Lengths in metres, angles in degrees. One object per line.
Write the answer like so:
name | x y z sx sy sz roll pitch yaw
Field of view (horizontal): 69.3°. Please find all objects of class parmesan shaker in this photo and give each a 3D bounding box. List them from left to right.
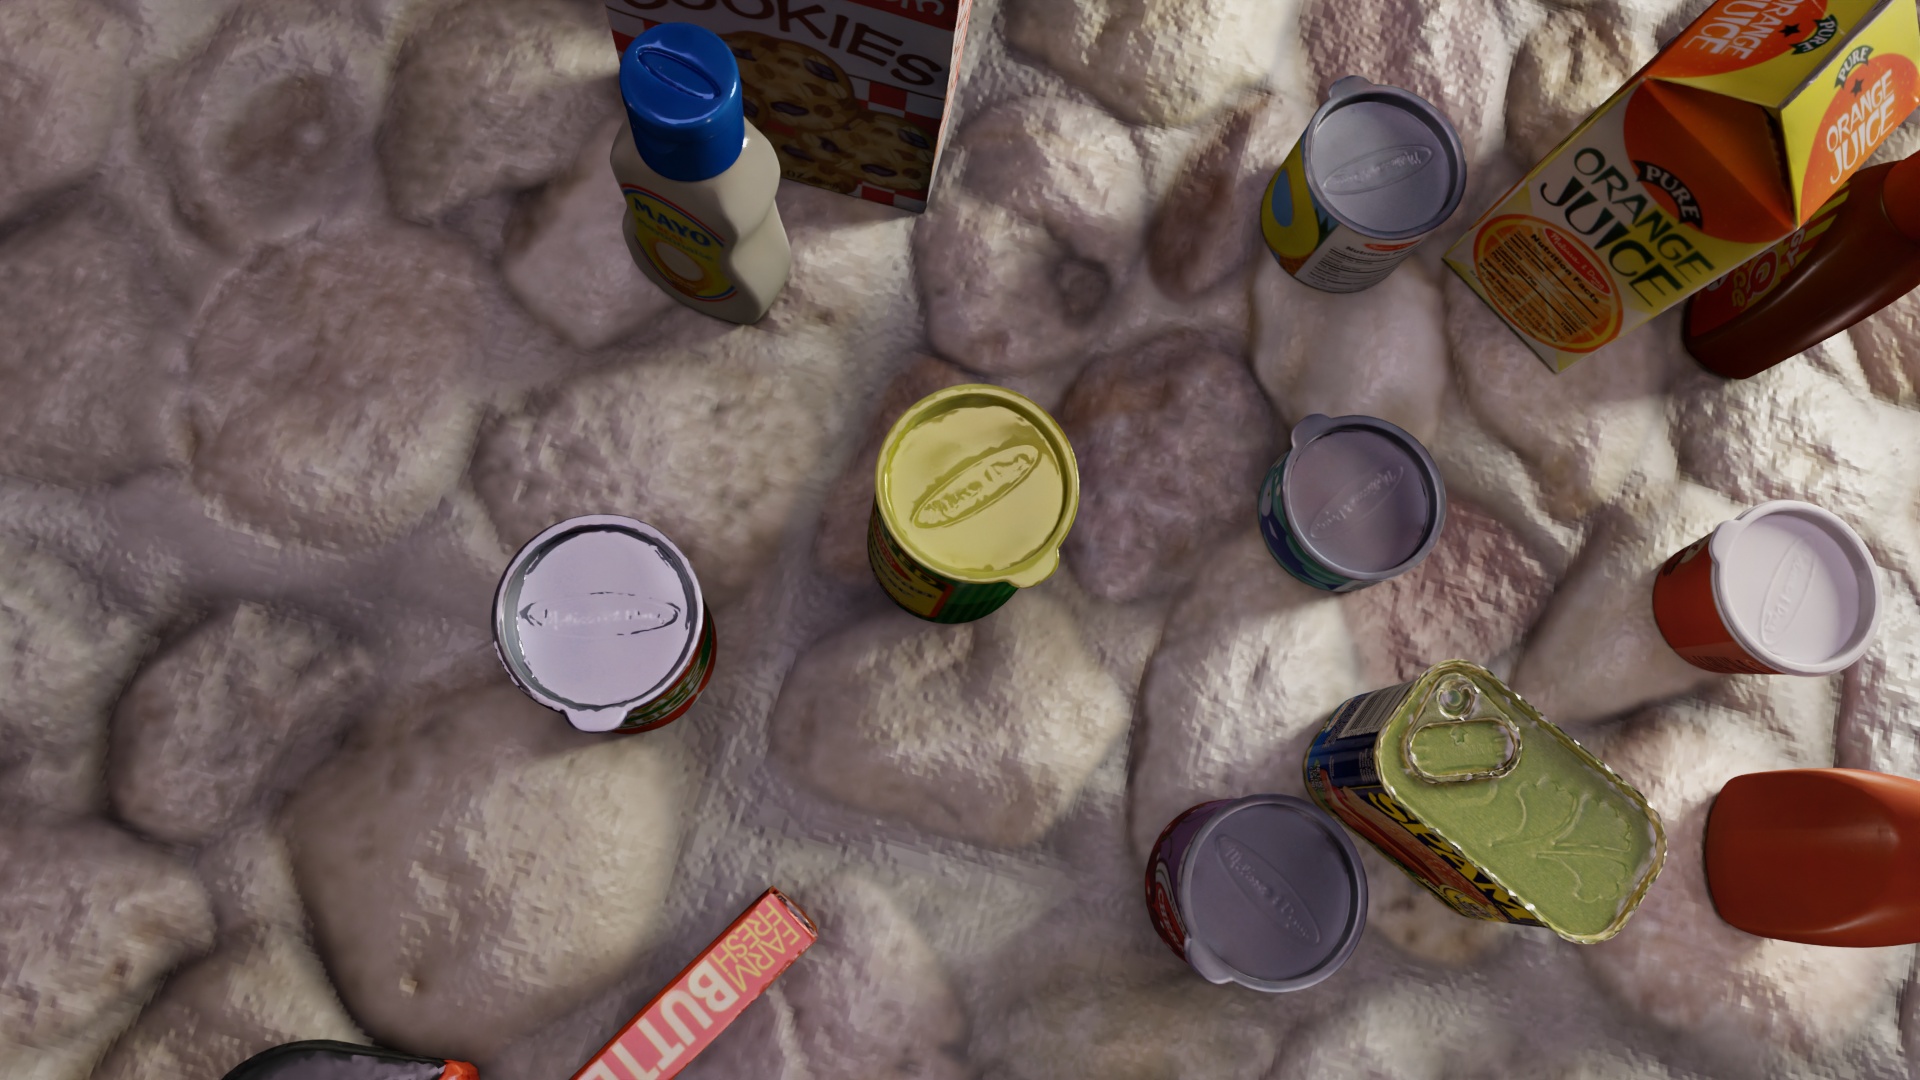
parmesan shaker | 0.002 -0.006 0.495 0.071 0.103 0.071 1 78 -6

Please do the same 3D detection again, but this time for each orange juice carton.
orange juice carton | 0.264 -0.137 0.506 0.072 0.192 0.073 -42 85 -12

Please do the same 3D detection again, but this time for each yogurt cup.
yogurt cup | 0.314 0.022 0.548 0.072 0.054 0.072 1 78 -6

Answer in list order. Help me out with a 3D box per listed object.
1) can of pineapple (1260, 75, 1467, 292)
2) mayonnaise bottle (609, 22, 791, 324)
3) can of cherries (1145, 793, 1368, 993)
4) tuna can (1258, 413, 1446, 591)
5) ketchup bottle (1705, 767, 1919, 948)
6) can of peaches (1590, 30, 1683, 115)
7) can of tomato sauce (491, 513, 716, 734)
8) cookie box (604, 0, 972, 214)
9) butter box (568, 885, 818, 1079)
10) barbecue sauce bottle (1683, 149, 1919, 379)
can of pineapple | 0.162 -0.143 0.566 0.071 0.057 0.071 1 78 -6
mayonnaise bottle | -0.093 -0.125 0.489 0.065 0.147 0.041 28 77 0
can of cherries | 0.102 0.127 0.499 0.071 0.058 0.071 1 78 -6
tuna can | 0.152 -0.016 0.550 0.071 0.032 0.071 1 78 -6
ketchup bottle | 0.322 0.110 0.480 0.043 0.148 0.065 11 77 -4
can of peaches | 0.309 -0.174 0.589 0.071 0.058 0.071 1 78 -6
can of tomato sauce | -0.120 0.034 0.484 0.071 0.083 0.071 1 78 -6
cookie box | -0.061 -0.184 0.495 0.123 0.167 0.040 15 77 -3
butter box | -0.094 0.162 0.473 0.104 0.053 0.024 -42 85 -13
barbecue sauce bottle | 0.343 -0.113 0.532 0.044 0.148 0.065 28 77 0
